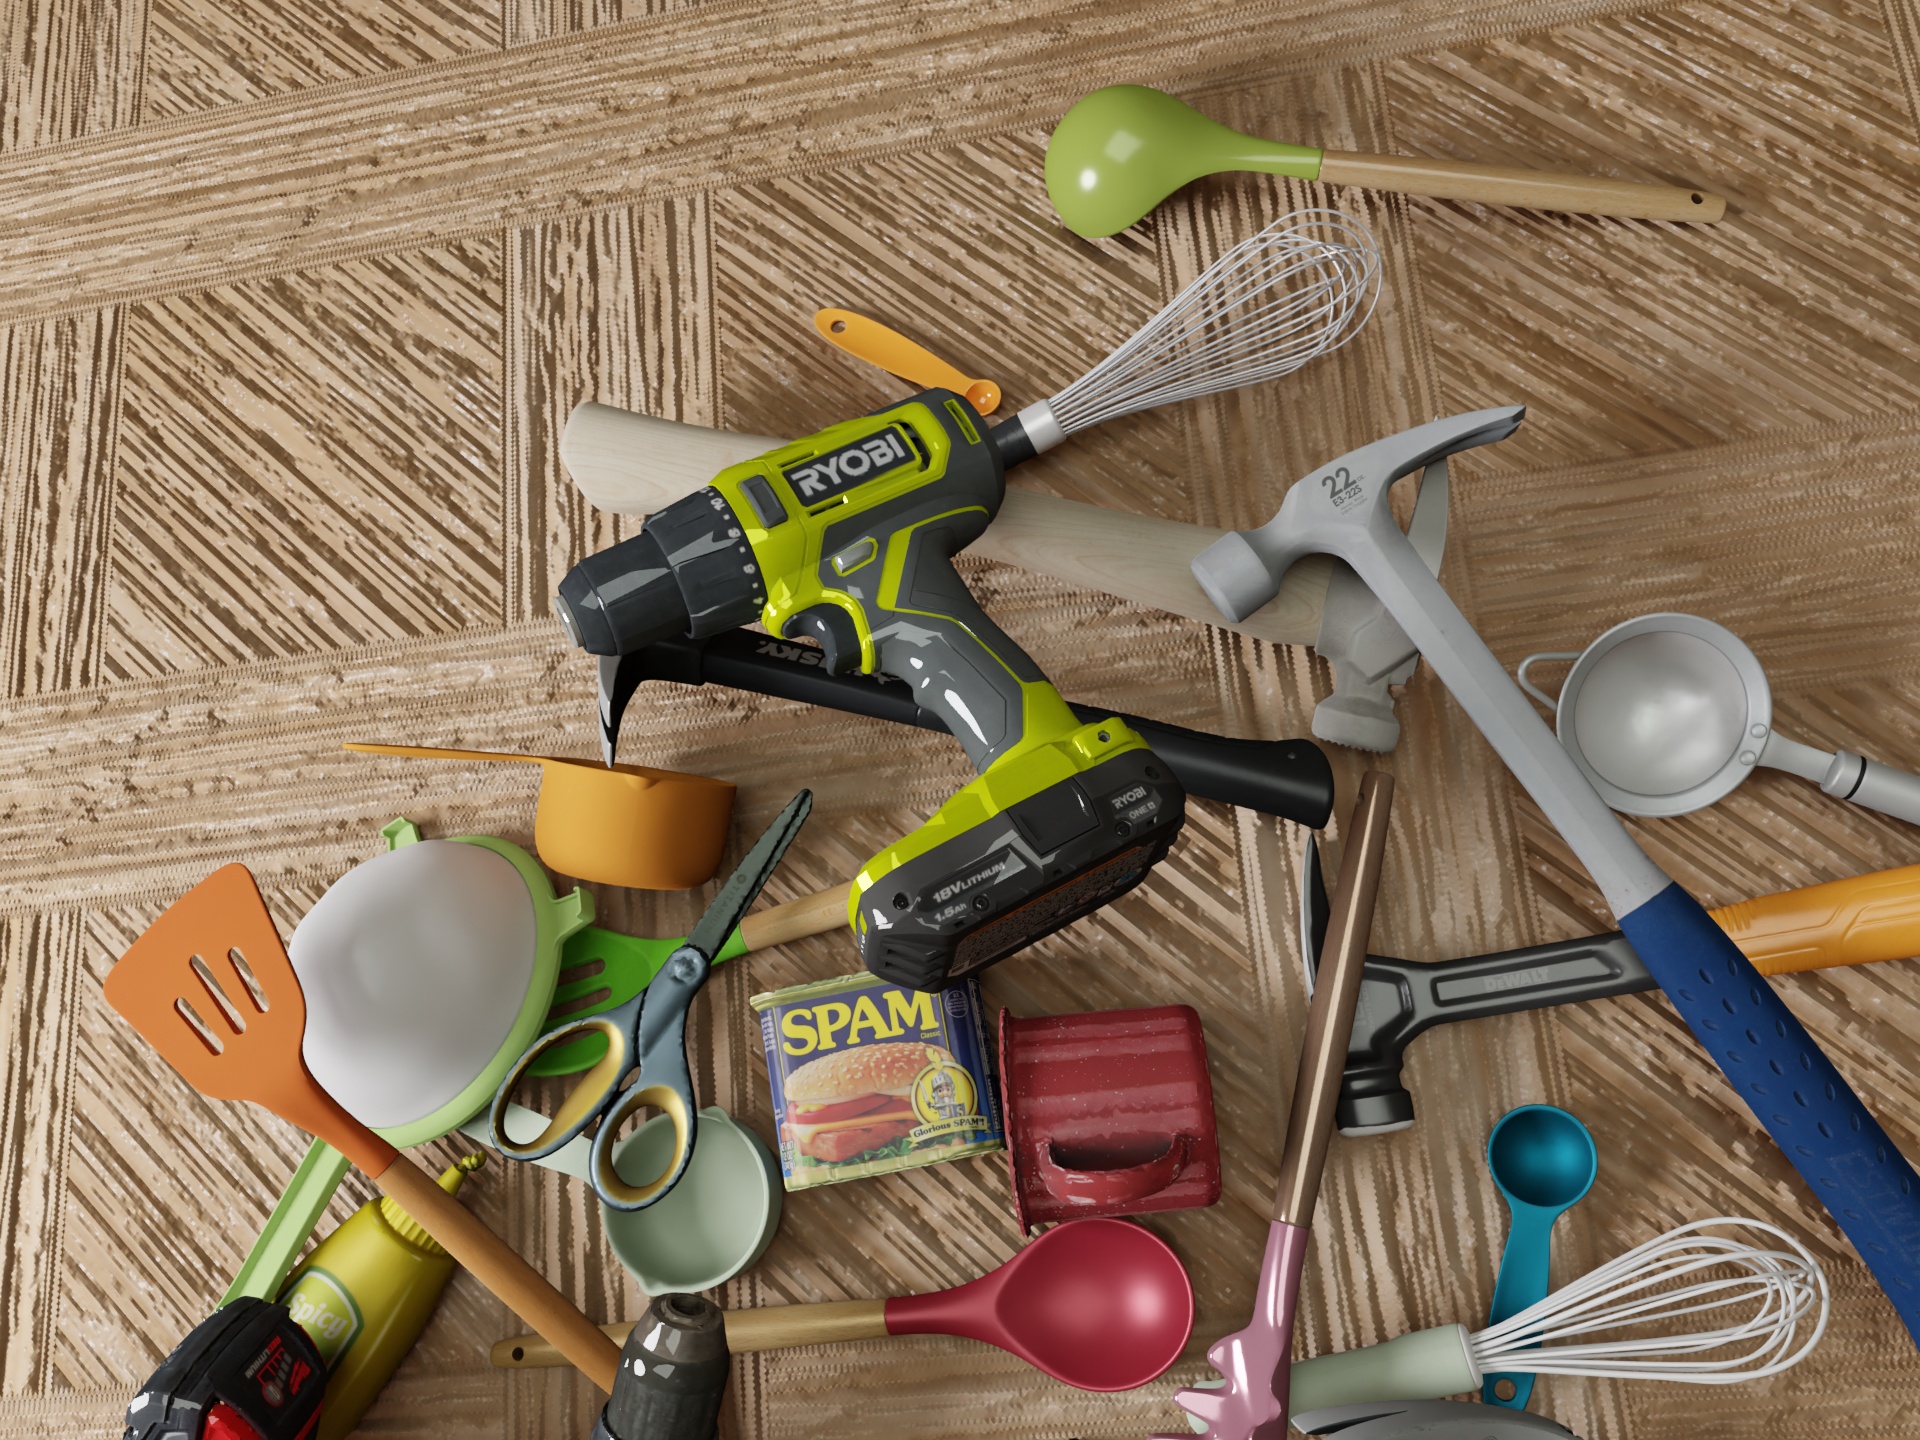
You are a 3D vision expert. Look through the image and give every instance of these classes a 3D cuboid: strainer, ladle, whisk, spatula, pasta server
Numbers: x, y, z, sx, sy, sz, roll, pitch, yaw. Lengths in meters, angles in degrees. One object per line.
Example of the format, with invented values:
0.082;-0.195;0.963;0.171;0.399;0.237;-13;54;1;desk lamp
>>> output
-0.281;0.156;0.702;0.151;0.069;0.256;15;70;35;strainer
-0.056;0.259;0.681;0.315;0.031;0.069;-9;72;11;ladle
0.067;-0.156;0.756;0.284;0.070;0.070;-26;71;8;whisk
0.355;0.020;0.657;0.258;0.050;0.087;21;102;10;strainer
-0.219;0.198;0.666;0.081;0.041;0.322;-43;100;2;spatula
0.205;0.243;0.615;0.246;0.057;0.059;-19;46;15;whisk
0.130;0.170;0.628;0.040;0.060;0.316;19;77;-19;pasta server
0.199;-0.259;0.771;0.320;0.062;0.078;9;75;7;ladle

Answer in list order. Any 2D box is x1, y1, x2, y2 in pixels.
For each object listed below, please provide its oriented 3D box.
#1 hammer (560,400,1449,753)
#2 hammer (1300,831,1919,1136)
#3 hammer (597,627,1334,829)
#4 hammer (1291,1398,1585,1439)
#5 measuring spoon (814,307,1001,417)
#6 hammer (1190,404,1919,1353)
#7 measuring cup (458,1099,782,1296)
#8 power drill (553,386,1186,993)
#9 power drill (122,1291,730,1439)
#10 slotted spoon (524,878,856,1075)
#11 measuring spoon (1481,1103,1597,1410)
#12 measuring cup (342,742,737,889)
0.010;-0.102;0.730;0.411;0.038;0.146;14;96;12;hammer
0.308;0.081;0.640;0.337;0.034;0.127;-11;74;13;hammer
-0.001;-0.002;0.710;0.335;0.035;0.146;13;35;8;hammer
0.122;0.440;0.569;0.149;0.036;0.409;25;85;-15;hammer
-0.027;-0.182;0.807;0.117;0.011;0.021;31;83;21;measuring spoon
0.263;0.057;0.614;0.144;0.035;0.406;-35;76;7;hammer
-0.157;0.199;0.714;0.168;0.038;0.083;16;79;17;measuring cup
-0.035;-0.014;0.632;0.190;0.080;0.229;-26;69;-17;power drill
-0.207;0.300;0.635;0.226;0.080;0.188;14;97;-1;power drill
-0.074;0.093;0.731;0.314;0.031;0.070;-19;68;4;slotted spoon
0.227;0.219;0.643;0.042;0.021;0.128;10;86;15;measuring spoon
-0.190;0.043;0.717;0.173;0.095;0.052;7;90;-12;measuring cup
